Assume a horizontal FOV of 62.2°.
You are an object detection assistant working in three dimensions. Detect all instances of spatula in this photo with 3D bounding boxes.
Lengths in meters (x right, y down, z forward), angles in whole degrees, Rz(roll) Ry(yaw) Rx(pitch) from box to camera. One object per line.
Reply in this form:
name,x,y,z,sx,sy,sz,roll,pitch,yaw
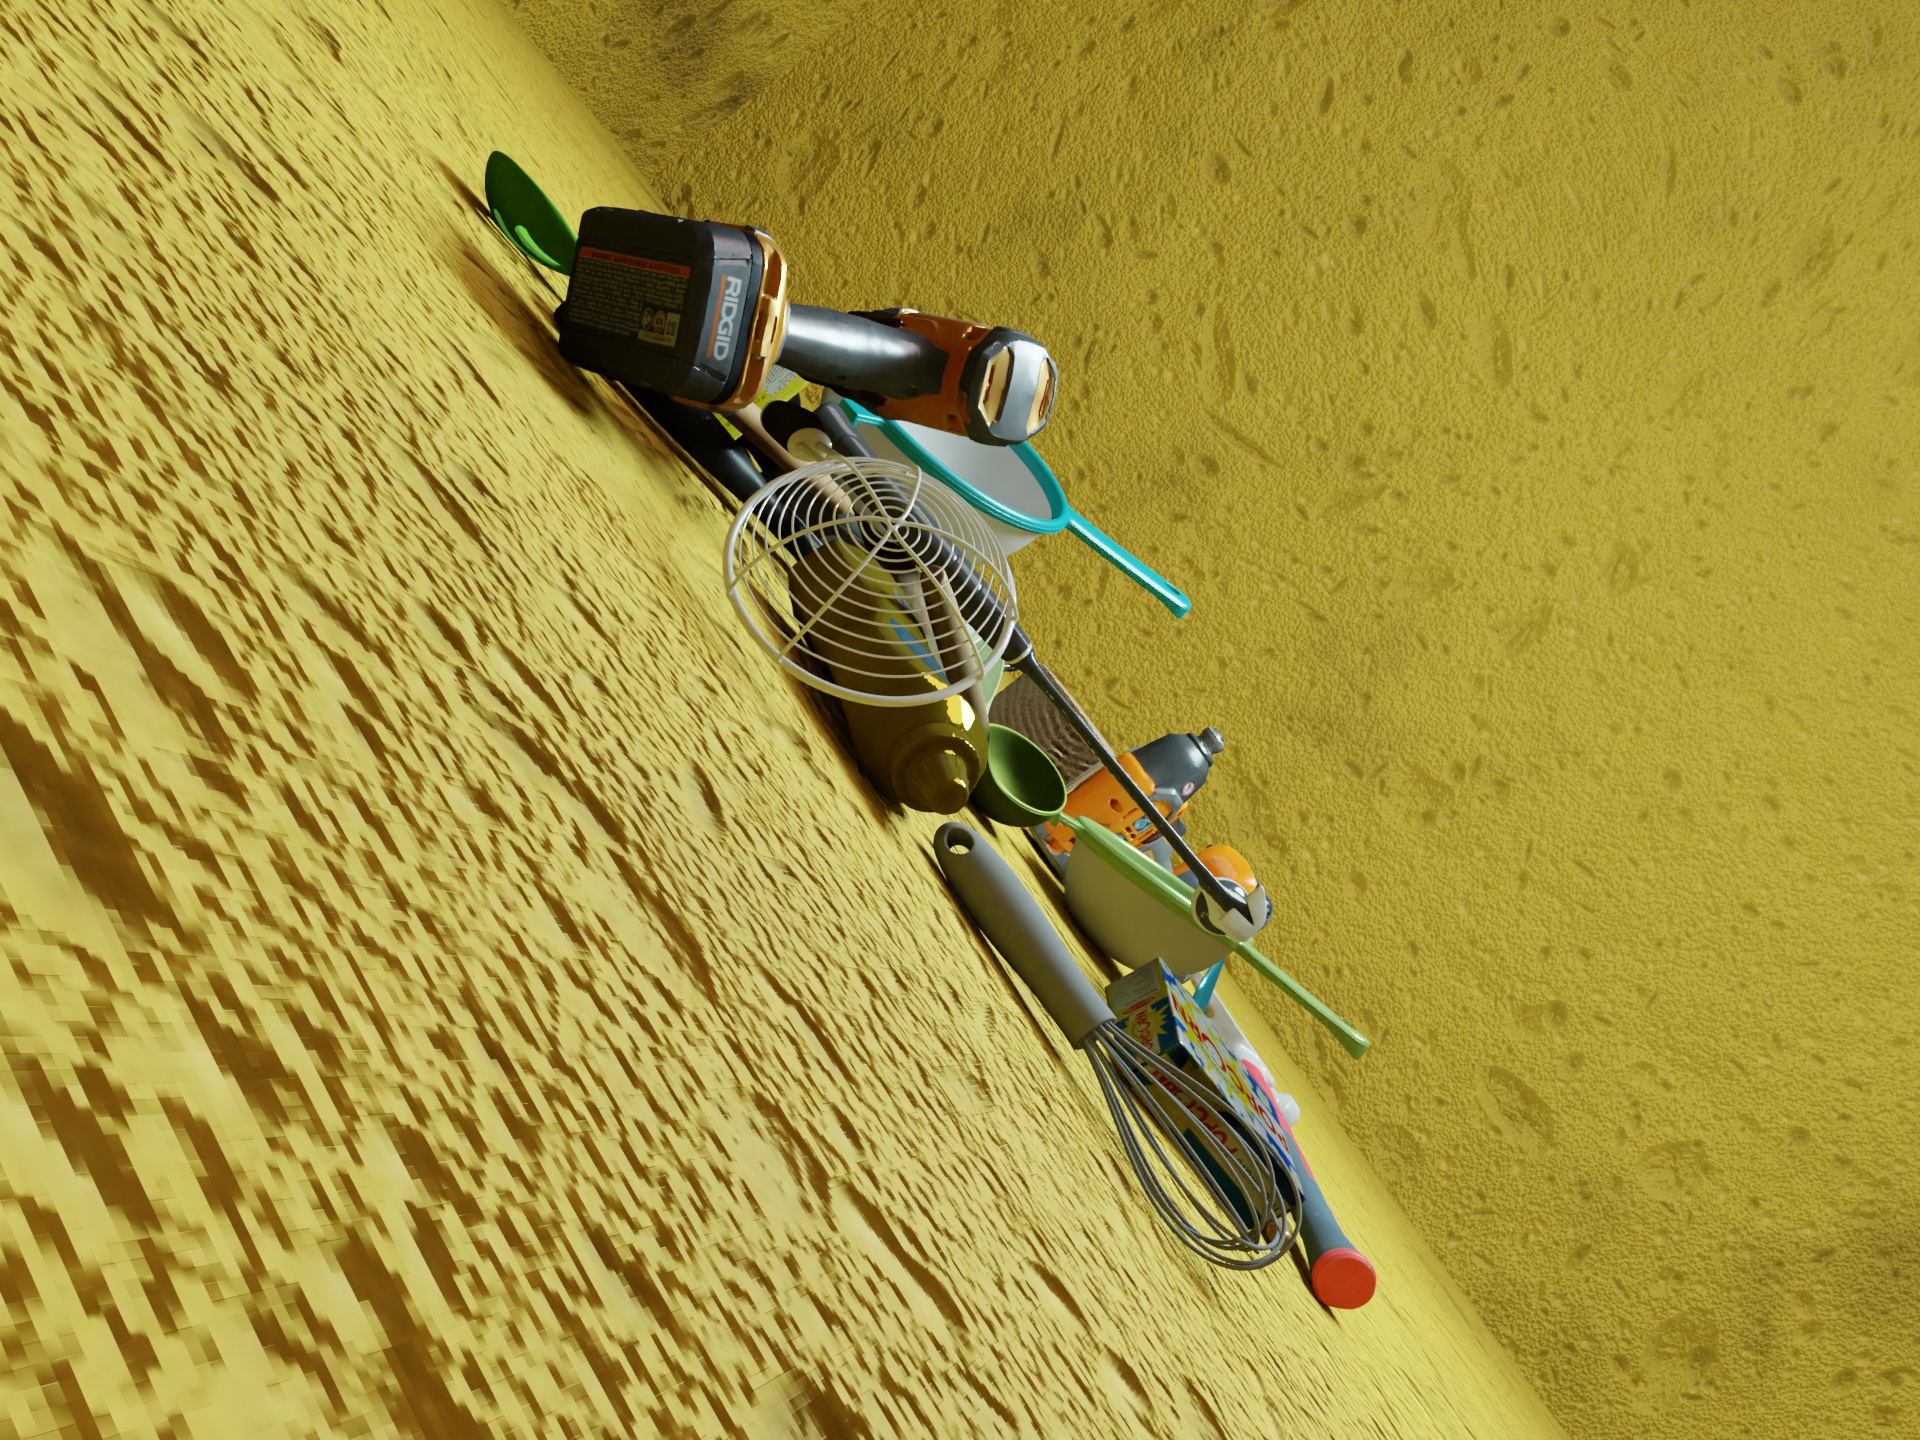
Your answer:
spatula,0.178,0.241,1.032,0.044,0.082,0.318,16,17,-9

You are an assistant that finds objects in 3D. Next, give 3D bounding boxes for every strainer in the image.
strainer,0.020,-0.148,1.178,0.340,0.095,0.211,33,24,-22
strainer,0.160,0.163,1.084,0.257,0.069,0.151,39,5,33
strainer,-0.134,-0.185,1.193,0.086,0.050,0.259,34,10,-29

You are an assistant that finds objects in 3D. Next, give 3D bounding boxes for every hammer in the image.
hammer,-0.123,-0.136,0.929,0.146,0.035,0.334,56,5,38
hammer,0.044,-0.027,0.951,0.409,0.036,0.149,50,-1,2
hammer,0.214,0.285,1.098,0.143,0.038,0.386,55,5,-4
hammer,-0.058,-0.138,1.202,0.130,0.031,0.332,18,28,-29

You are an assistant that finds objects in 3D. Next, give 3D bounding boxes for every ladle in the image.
ladle,0.017,-0.014,0.922,0.078,0.062,0.320,55,-7,24

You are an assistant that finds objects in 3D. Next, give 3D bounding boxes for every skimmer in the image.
skimmer,-0.069,-0.100,0.793,0.364,0.127,0.090,-131,-134,-67

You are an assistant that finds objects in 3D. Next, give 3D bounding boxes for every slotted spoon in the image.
slotted spoon,-0.162,-0.211,0.932,0.070,0.031,0.313,30,-7,46

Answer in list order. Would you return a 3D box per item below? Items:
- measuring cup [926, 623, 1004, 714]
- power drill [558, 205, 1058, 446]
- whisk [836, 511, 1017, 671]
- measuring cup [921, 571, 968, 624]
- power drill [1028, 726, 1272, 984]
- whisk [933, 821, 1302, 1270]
measuring cup,-0.002,-0.003,1.082,0.038,0.083,0.167,27,-26,23
power drill,-0.087,-0.195,0.807,0.226,0.084,0.185,2,16,-44
whisk,-0.046,-0.120,1.272,0.246,0.058,0.059,38,-35,1
measuring cup,-0.024,-0.111,1.325,0.095,0.052,0.173,51,-19,35
power drill,0.169,0.105,1.277,0.226,0.164,0.084,52,4,-43
whisk,0.060,0.132,0.686,0.239,0.055,0.055,51,3,26
